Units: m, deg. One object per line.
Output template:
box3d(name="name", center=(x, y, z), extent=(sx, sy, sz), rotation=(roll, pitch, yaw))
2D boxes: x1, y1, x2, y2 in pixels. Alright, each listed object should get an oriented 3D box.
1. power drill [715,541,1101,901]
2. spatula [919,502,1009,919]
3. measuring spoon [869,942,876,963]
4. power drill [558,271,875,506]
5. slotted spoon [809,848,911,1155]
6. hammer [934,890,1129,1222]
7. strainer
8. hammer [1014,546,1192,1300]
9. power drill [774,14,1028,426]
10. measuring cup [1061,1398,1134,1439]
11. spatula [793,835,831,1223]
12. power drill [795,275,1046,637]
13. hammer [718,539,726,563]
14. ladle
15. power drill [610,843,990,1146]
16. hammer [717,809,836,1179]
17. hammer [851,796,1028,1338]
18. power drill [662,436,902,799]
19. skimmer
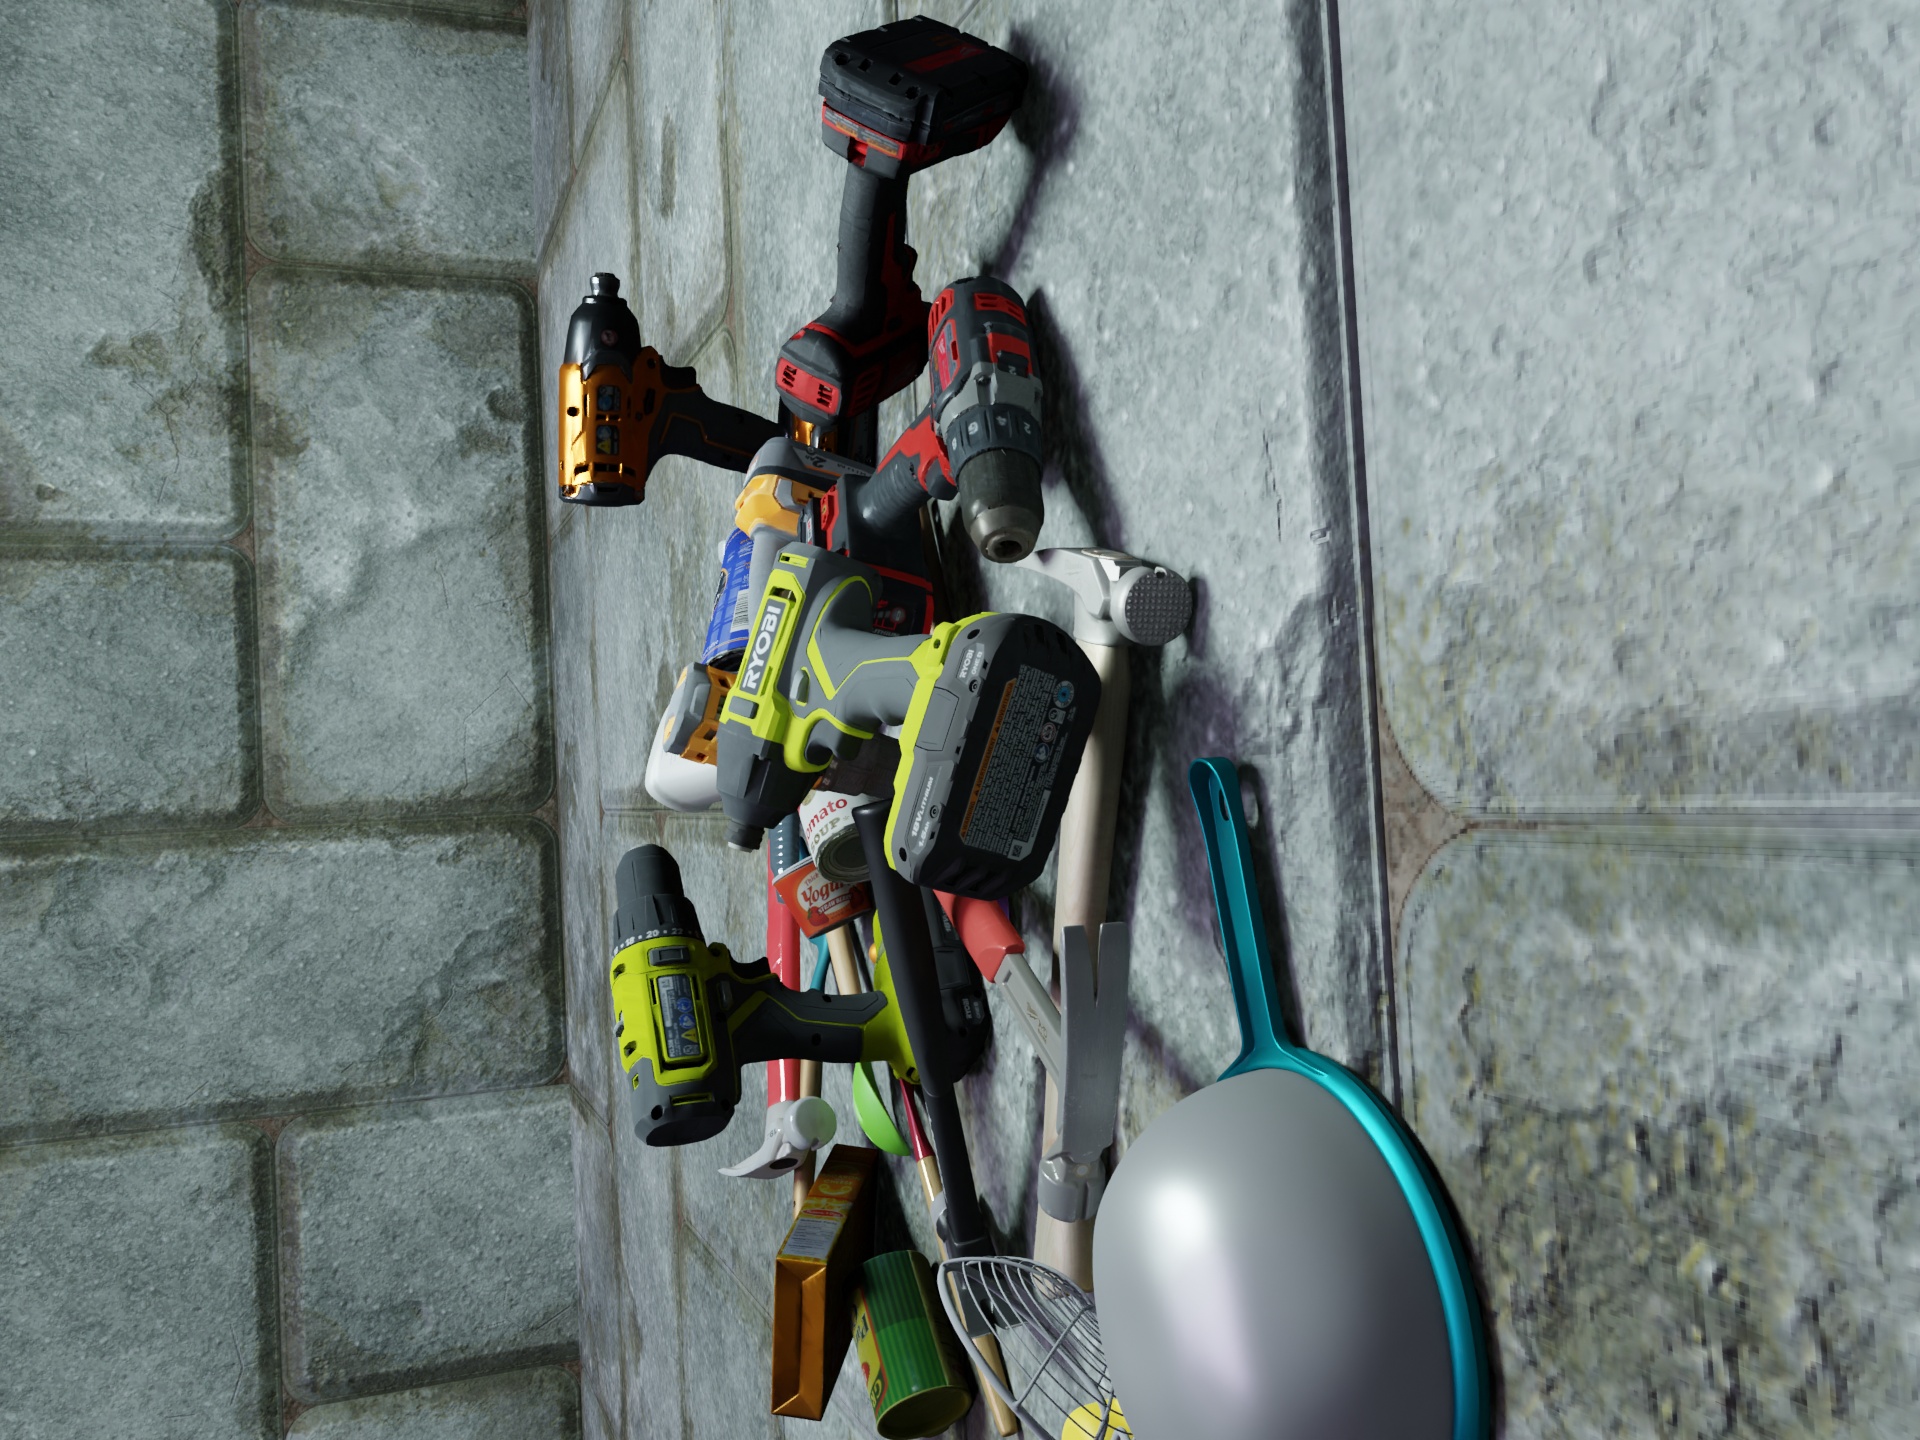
box3d(name="power drill", center=(-0.044, 0.006, 0.819), extent=(0.223, 0.080, 0.171), rotation=(17, 89, 49))
box3d(name="spatula", center=(-0.002, -0.003, 1.021), extent=(0.059, 0.018, 0.316), rotation=(128, 134, -63))
box3d(name="measuring spoon", center=(-0.050, 0.153, 1.153), extent=(0.021, 0.011, 0.116), rotation=(58, 152, 18))
box3d(name="power drill", center=(-0.180, -0.238, 1.167), extent=(0.084, 0.226, 0.164), rotation=(-152, 62, -65))
box3d(name="slotted spoon", center=(-0.088, 0.200, 1.239), extent=(0.070, 0.031, 0.314), rotation=(70, -179, -48))
box3d(name="hammer", center=(0.015, 0.110, 0.875), extent=(0.359, 0.036, 0.149), rotation=(-128, 39, -67))
box3d(name="strainer", center=(0.103, 0.183, 0.667), extent=(0.211, 0.095, 0.340), rotation=(145, 119, -65))
box3d(name="hammer", center=(0.060, 0.113, 0.852), extent=(0.146, 0.038, 0.410), rotation=(-148, 58, -66))
box3d(name="power drill", center=(-0.038, -0.292, 0.950), extent=(0.078, 0.143, 0.219), rotation=(31, 132, 16))
box3d(name="measuring cup", center=(0.077, 0.348, 0.833), extent=(0.062, 0.029, 0.156), rotation=(-139, 48, -62))
box3d(name="spatula", center=(-0.129, 0.248, 1.282), extent=(0.082, 0.044, 0.318), rotation=(125, 152, -48))
box3d(name="power drill", center=(-0.018, -0.122, 0.930), extent=(0.226, 0.080, 0.188), rotation=(-51, 36, 46))
box3d(name="hammer", center=(-0.162, -0.127, 1.397), extent=(0.331, 0.033, 0.128), rotation=(162, 105, -68))
box3d(name="ladle", center=(-0.016, 0.321, 1.073), extent=(0.069, 0.031, 0.316), rotation=(74, 175, -55))
box3d(name="power drill", center=(-0.111, 0.163, 1.025), extent=(0.080, 0.228, 0.191), rotation=(118, 143, -52))
box3d(name="hammer", center=(-0.150, 0.171, 1.292), extent=(0.143, 0.038, 0.387), rotation=(-42, 43, 47))
box3d(name="hammer", center=(-0.016, 0.198, 0.922), extent=(0.146, 0.035, 0.334), rotation=(-125, 23, -69))
box3d(name="power drill", center=(-0.087, -0.058, 1.080), extent=(0.084, 0.185, 0.226), rotation=(145, 139, -65))
box3d(name="skimmer", center=(0.040, 0.417, 0.794), extent=(0.127, 0.090, 0.363), rotation=(-134, 38, -56))
